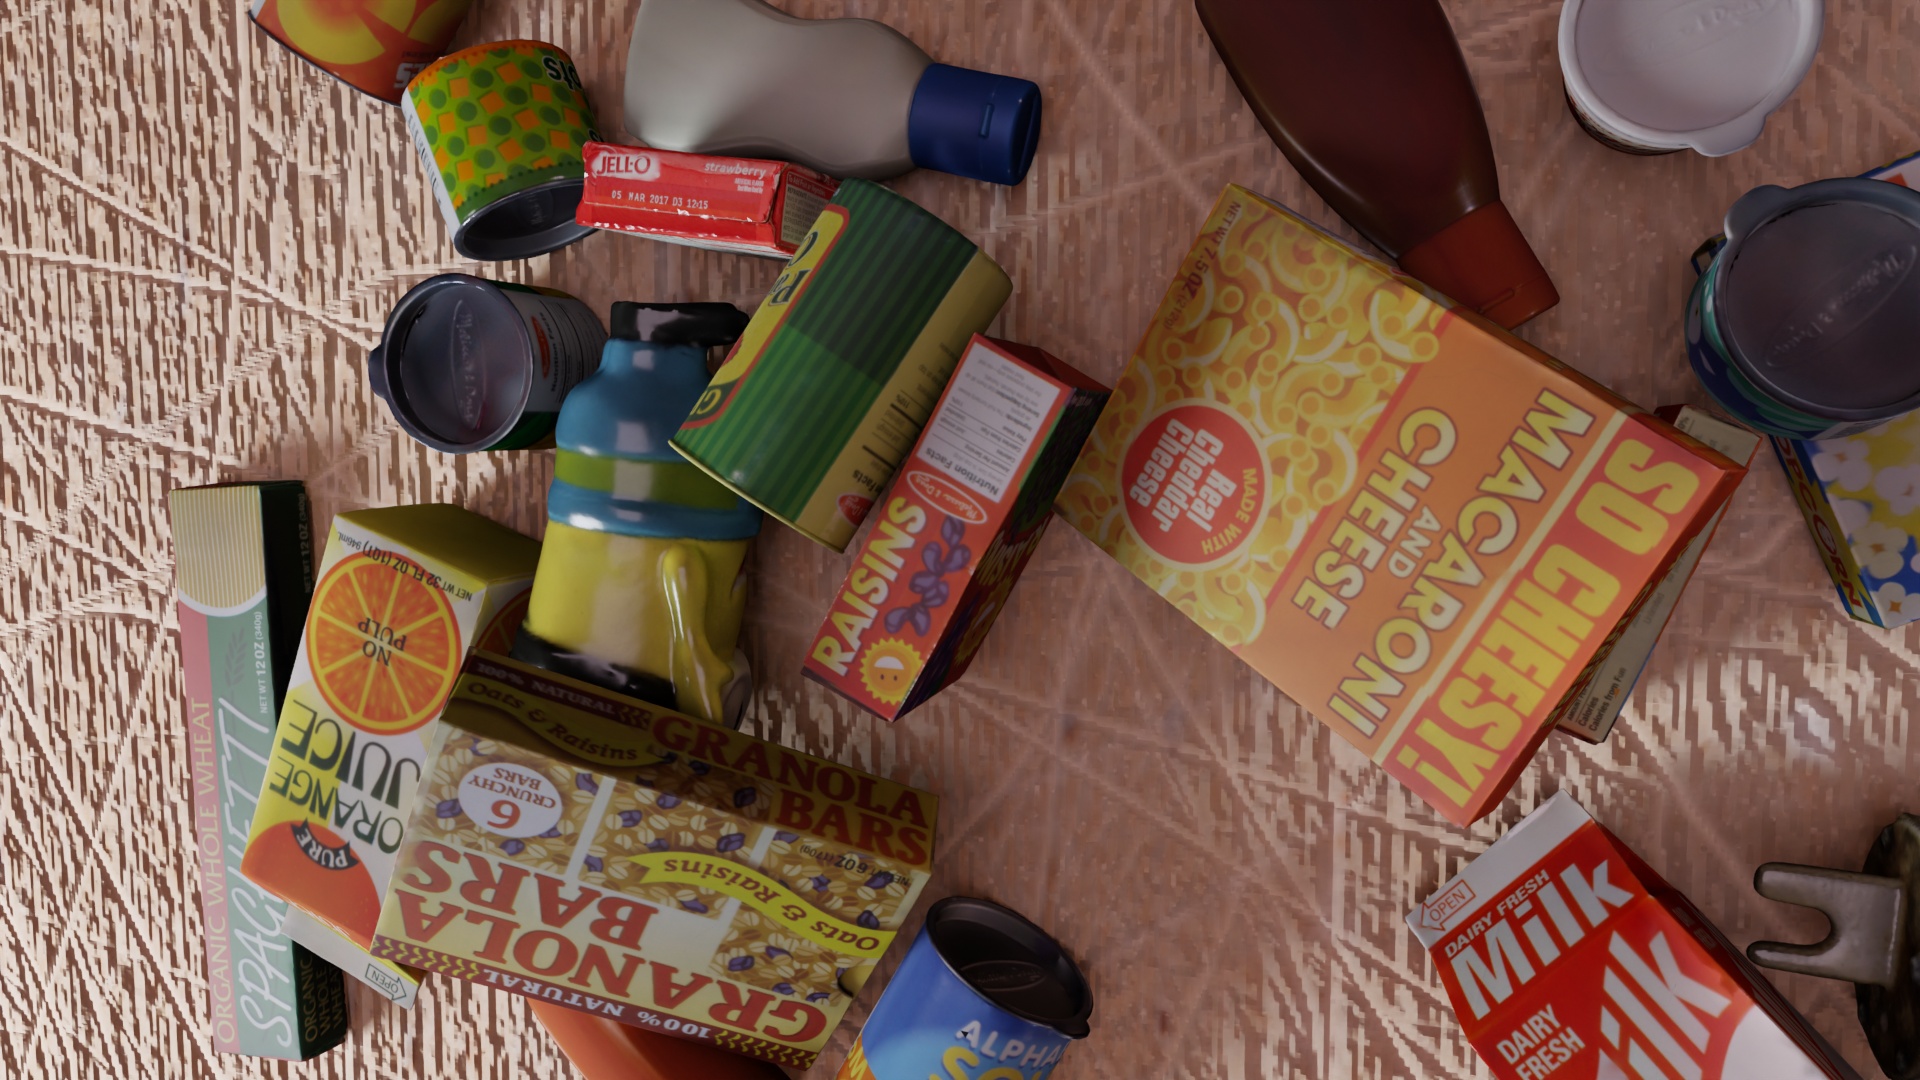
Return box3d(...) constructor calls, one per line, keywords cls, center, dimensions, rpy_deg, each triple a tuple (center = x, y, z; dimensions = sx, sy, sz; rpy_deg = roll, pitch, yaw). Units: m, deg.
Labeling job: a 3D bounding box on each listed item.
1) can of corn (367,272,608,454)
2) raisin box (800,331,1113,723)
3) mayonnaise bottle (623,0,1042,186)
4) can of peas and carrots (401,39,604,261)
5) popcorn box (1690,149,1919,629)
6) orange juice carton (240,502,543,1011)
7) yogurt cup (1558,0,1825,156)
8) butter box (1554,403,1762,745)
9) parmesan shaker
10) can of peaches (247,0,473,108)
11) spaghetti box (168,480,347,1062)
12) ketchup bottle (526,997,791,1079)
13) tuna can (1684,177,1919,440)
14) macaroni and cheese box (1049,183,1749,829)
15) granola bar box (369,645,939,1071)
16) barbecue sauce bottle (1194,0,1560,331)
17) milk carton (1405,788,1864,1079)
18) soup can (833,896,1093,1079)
box3d(cls="can of corn", center=(-0.179, -0.067, 0.534), dimensions=(0.071, 0.058, 0.071), rpy_deg=(1, 95, 17))
box3d(cls="raisin box", center=(0.002, -0.006, 0.470), dimensions=(0.040, 0.086, 0.123), rpy_deg=(30, 102, 11))
box3d(cls="mayonnaise bottle", center=(-0.046, -0.159, 0.498), dimensions=(0.148, 0.041, 0.064), rpy_deg=(16, 100, 14))
box3d(cls="can of peas and carrots", center=(-0.165, -0.146, 0.522), dimensions=(0.071, 0.071, 0.058), rpy_deg=(-23, 87, 17))
box3d(cls="popcorn box", center=(0.285, -0.048, 0.407), dimensions=(0.085, 0.038, 0.126), rpy_deg=(-23, 87, 16))
box3d(cls="orange juice carton", center=(-0.220, 0.087, 0.550), dimensions=(0.072, 0.073, 0.192), rpy_deg=(22, 100, 14))
box3d(cls="yogurt cup", center=(0.212, -0.147, 0.414), dimensions=(0.072, 0.054, 0.072), rpy_deg=(1, 94, 17))
box3d(cls="butter box", center=(0.207, 0.009, 0.428), dimensions=(0.024, 0.053, 0.103), rpy_deg=(25, 100, 15))
box3d(cls="parmesan shaker", center=(-0.038, -0.056, 0.449), dimensions=(0.071, 0.071, 0.103), rpy_deg=(33, 89, 12))
box3d(cls="can of peaches", center=(-0.226, -0.208, 0.536), dimensions=(0.071, 0.071, 0.058), rpy_deg=(37, 103, 11))
box3d(cls="spaghetti box", center=(-0.301, 0.099, 0.598), dimensions=(0.050, 0.029, 0.249), rpy_deg=(-2, 93, 18))
box3d(cls="ketchup bottle", center=(-0.134, 0.178, 0.538), dimensions=(0.149, 0.065, 0.043), rpy_deg=(39, 98, 16))
box3d(cls="tuna can", center=(0.234, -0.063, 0.377), dimensions=(0.071, 0.033, 0.071), rpy_deg=(-2, 82, 13))
box3d(cls="macaroni and cheese box", center=(0.123, -0.015, 0.424), dimensions=(0.167, 0.040, 0.123), rpy_deg=(40, 114, 29))
box3d(cls="granola bar box", center=(-0.107, 0.117, 0.481), dimensions=(0.165, 0.039, 0.123), rpy_deg=(20, 123, -12))
box3d(cls="barbecue sauce bottle", center=(0.137, -0.130, 0.444), dimensions=(0.064, 0.044, 0.148), rpy_deg=(-31, 86, 17))
box3d(cls="milk carton", center=(0.221, 0.168, 0.408), dimensions=(0.072, 0.073, 0.191), rpy_deg=(-46, 59, 15))
box3d(cls="soup can", center=(0.000, 0.183, 0.493), dimensions=(0.071, 0.071, 0.083), rpy_deg=(31, 103, 12))
